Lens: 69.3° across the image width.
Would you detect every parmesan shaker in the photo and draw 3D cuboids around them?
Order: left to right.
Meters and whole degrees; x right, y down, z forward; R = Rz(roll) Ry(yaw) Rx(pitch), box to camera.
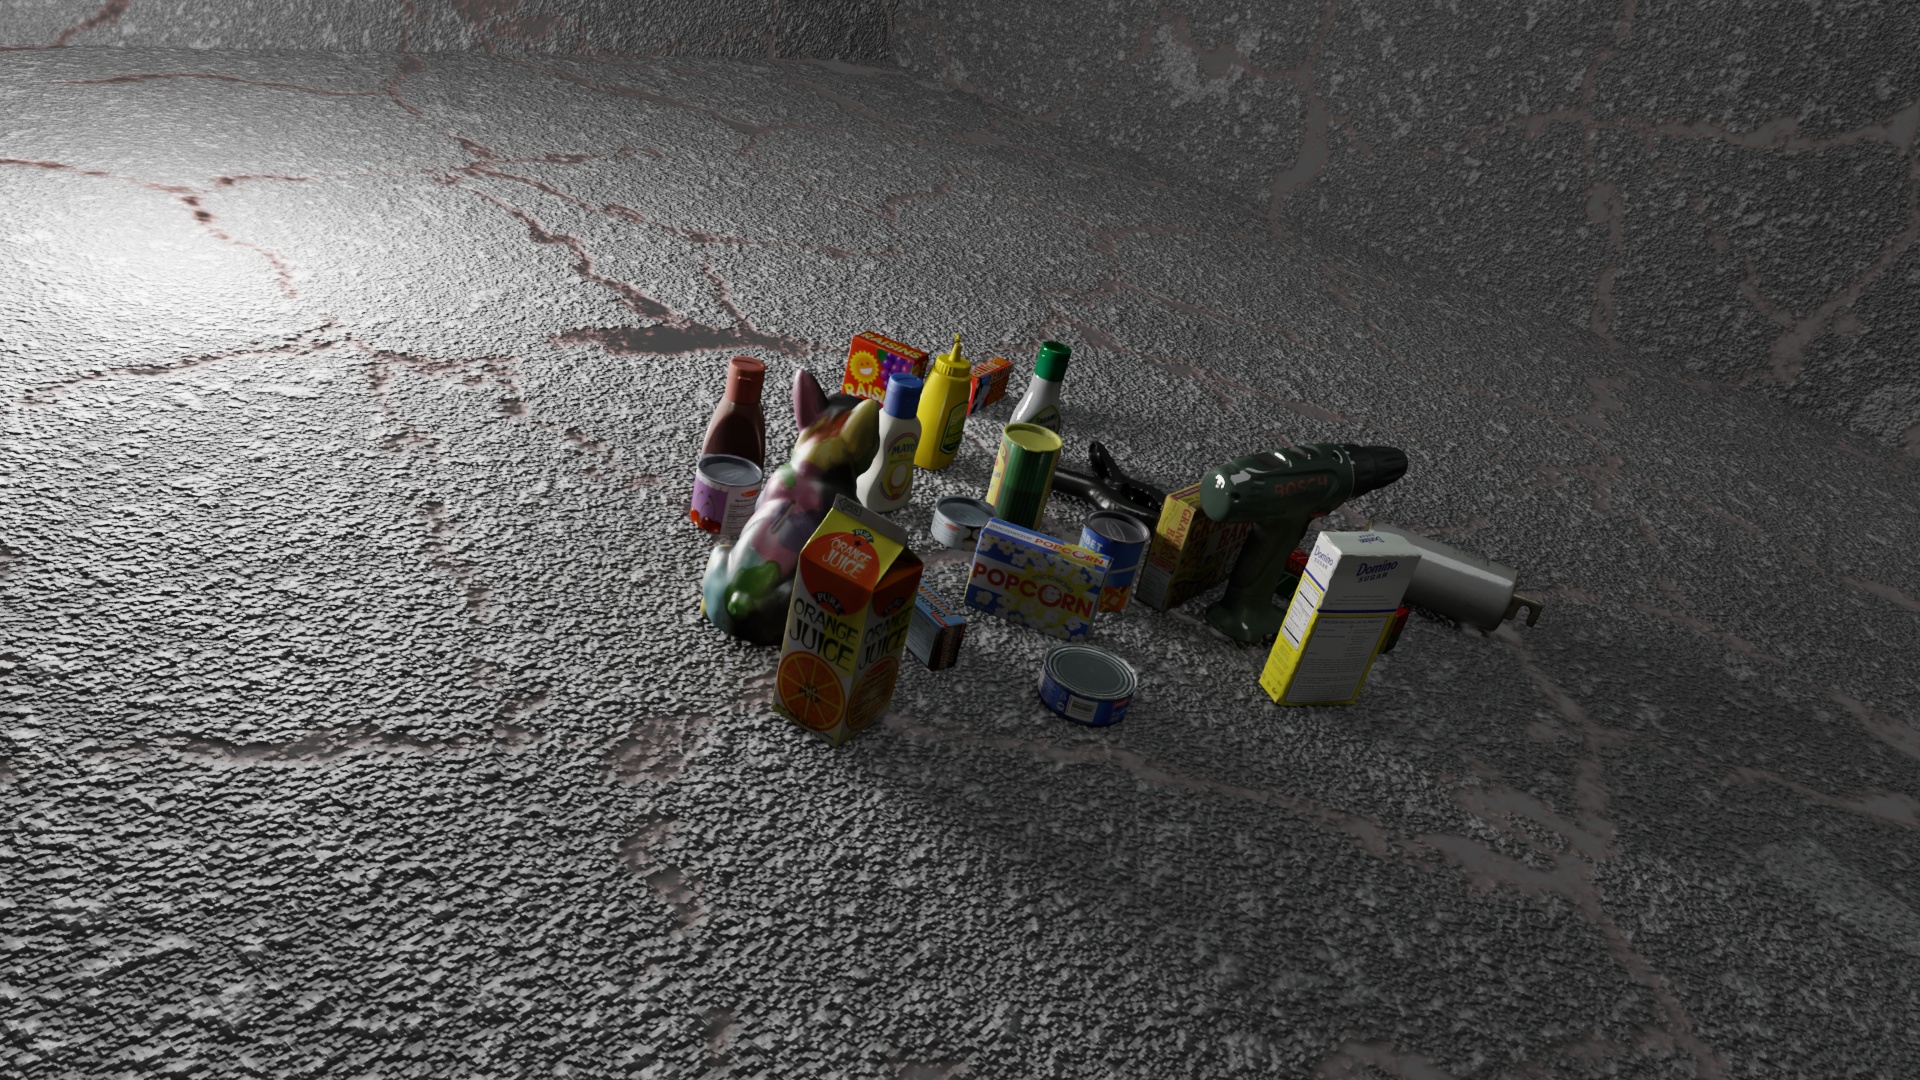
[{"bbox_3d":[0.067,-0.067,1.509,0.071,0.102,0.071,11,27,-6],"label":"parmesan shaker"}]

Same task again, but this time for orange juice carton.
[{"bbox_3d":[-0.087,0.060,1.104,0.072,0.191,0.073,27,30,24],"label":"orange juice carton"}]

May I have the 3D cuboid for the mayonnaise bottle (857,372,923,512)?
[{"bbox_3d":[-0.071,-0.102,1.462,0.065,0.147,0.041,-12,37,-40],"label":"mayonnaise bottle"}]

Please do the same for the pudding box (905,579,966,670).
[{"bbox_3d":[-0.034,0.074,1.258,0.030,0.049,0.084,-8,35,-37],"label":"pudding box"}]

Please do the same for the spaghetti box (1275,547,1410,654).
[{"bbox_3d":[0.366,0.039,1.510,0.250,0.050,0.029,33,33,32],"label":"spaghetti box"}]

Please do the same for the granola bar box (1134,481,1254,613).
[{"bbox_3d":[0.256,-0.005,1.460,0.039,0.123,0.166,31,32,30],"label":"granola bar box"}]

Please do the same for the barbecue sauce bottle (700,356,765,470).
[{"bbox_3d":[-0.226,-0.112,1.407,0.065,0.147,0.044,10,27,-7],"label":"barbecue sauce bottle"}]

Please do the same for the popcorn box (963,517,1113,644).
[{"bbox_3d":[0.073,0.039,1.334,0.127,0.084,0.038,19,28,9],"label":"popcorn box"}]

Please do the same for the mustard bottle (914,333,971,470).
[{"bbox_3d":[-0.018,-0.159,1.580,0.049,0.159,0.065,26,29,22],"label":"mustard bottle"}]

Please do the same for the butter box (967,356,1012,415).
[{"bbox_3d":[0.031,-0.200,1.795,0.024,0.053,0.104,24,29,19],"label":"butter box"}]

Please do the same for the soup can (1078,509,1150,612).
[{"bbox_3d":[0.146,0.020,1.405,0.071,0.083,0.072,11,27,-6],"label":"soup can"}]

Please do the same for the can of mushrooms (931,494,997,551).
[{"bbox_3d":[0.005,-0.018,1.465,0.071,0.033,0.071,11,28,-6],"label":"can of mushrooms"}]

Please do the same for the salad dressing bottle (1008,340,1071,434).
[{"bbox_3d":[0.096,-0.164,1.656,0.064,0.147,0.044,-4,32,-32],"label":"salad dressing bottle"}]

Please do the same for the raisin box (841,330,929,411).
[{"bbox_3d":[-0.092,-0.170,1.606,0.086,0.122,0.040,25,29,19],"label":"raisin box"}]

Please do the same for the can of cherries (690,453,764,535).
[{"bbox_3d":[-0.233,-0.046,1.378,0.071,0.058,0.072,11,27,-6],"label":"can of cherries"}]
